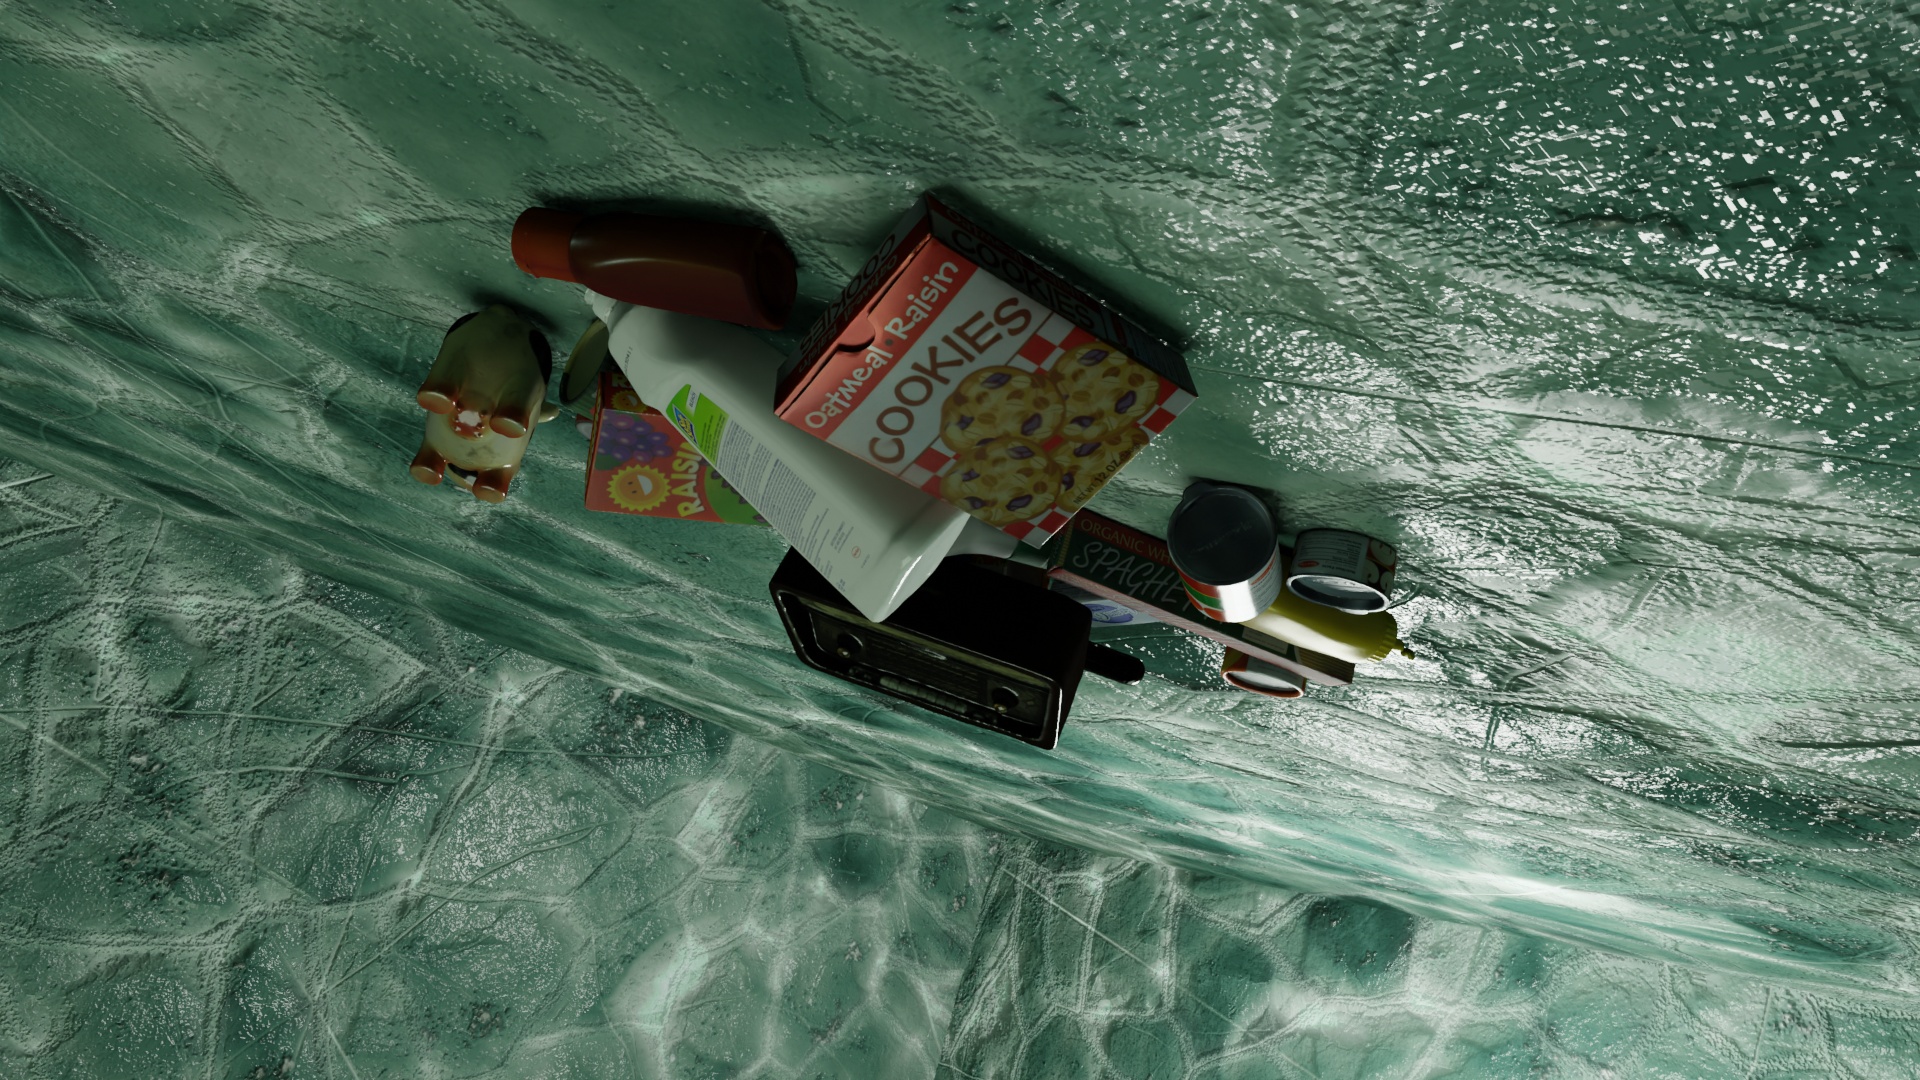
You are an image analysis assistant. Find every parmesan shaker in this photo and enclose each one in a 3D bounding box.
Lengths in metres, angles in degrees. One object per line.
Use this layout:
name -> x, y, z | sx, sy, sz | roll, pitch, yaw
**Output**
parmesan shaker -> -0.200, -0.091, 0.901 | 0.103, 0.071, 0.071 | 28, 160, -35

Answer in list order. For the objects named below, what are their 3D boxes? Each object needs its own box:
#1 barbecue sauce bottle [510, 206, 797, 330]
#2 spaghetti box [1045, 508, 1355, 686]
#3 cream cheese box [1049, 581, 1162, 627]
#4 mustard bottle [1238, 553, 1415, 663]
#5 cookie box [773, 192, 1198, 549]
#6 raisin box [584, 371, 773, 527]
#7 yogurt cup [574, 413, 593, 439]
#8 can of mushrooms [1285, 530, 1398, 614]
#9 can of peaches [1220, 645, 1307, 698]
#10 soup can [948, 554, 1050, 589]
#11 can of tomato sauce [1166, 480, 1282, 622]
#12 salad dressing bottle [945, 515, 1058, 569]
barbecue sauce bottle -> -0.163, -0.147, 0.728 | 0.148, 0.044, 0.064 | 12, 163, 17
spaghetti box -> 0.179, 0.042, 1.009 | 0.250, 0.050, 0.028 | 21, 162, -15
cream cheese box -> 0.120, 0.050, 1.140 | 0.053, 0.024, 0.103 | 24, 163, -25
mustard bottle -> 0.253, 0.052, 0.967 | 0.160, 0.049, 0.065 | 22, 164, -20
cookie box -> 0.012, -0.076, 0.679 | 0.167, 0.040, 0.122 | 26, 124, -30
raisin box -> -0.167, -0.056, 0.868 | 0.123, 0.040, 0.085 | 5, 133, -20
yogurt cup -> -0.230, -0.093, 0.958 | 0.072, 0.054, 0.072 | 16, 163, 5
can of mushrooms -> 0.247, 0.021, 0.897 | 0.071, 0.033, 0.071 | 15, 163, 5
can of peaches -> 0.239, 0.086, 1.079 | 0.071, 0.058, 0.071 | 15, 163, 5
soup can -> 0.020, 0.022, 1.080 | 0.084, 0.071, 0.071 | 3, 159, 36
can of tomato sauce -> 0.167, 0.008, 0.878 | 0.071, 0.071, 0.083 | 11, 164, 19
salad dressing bottle -> 0.004, -0.012, 0.990 | 0.148, 0.064, 0.044 | 15, -175, -20
